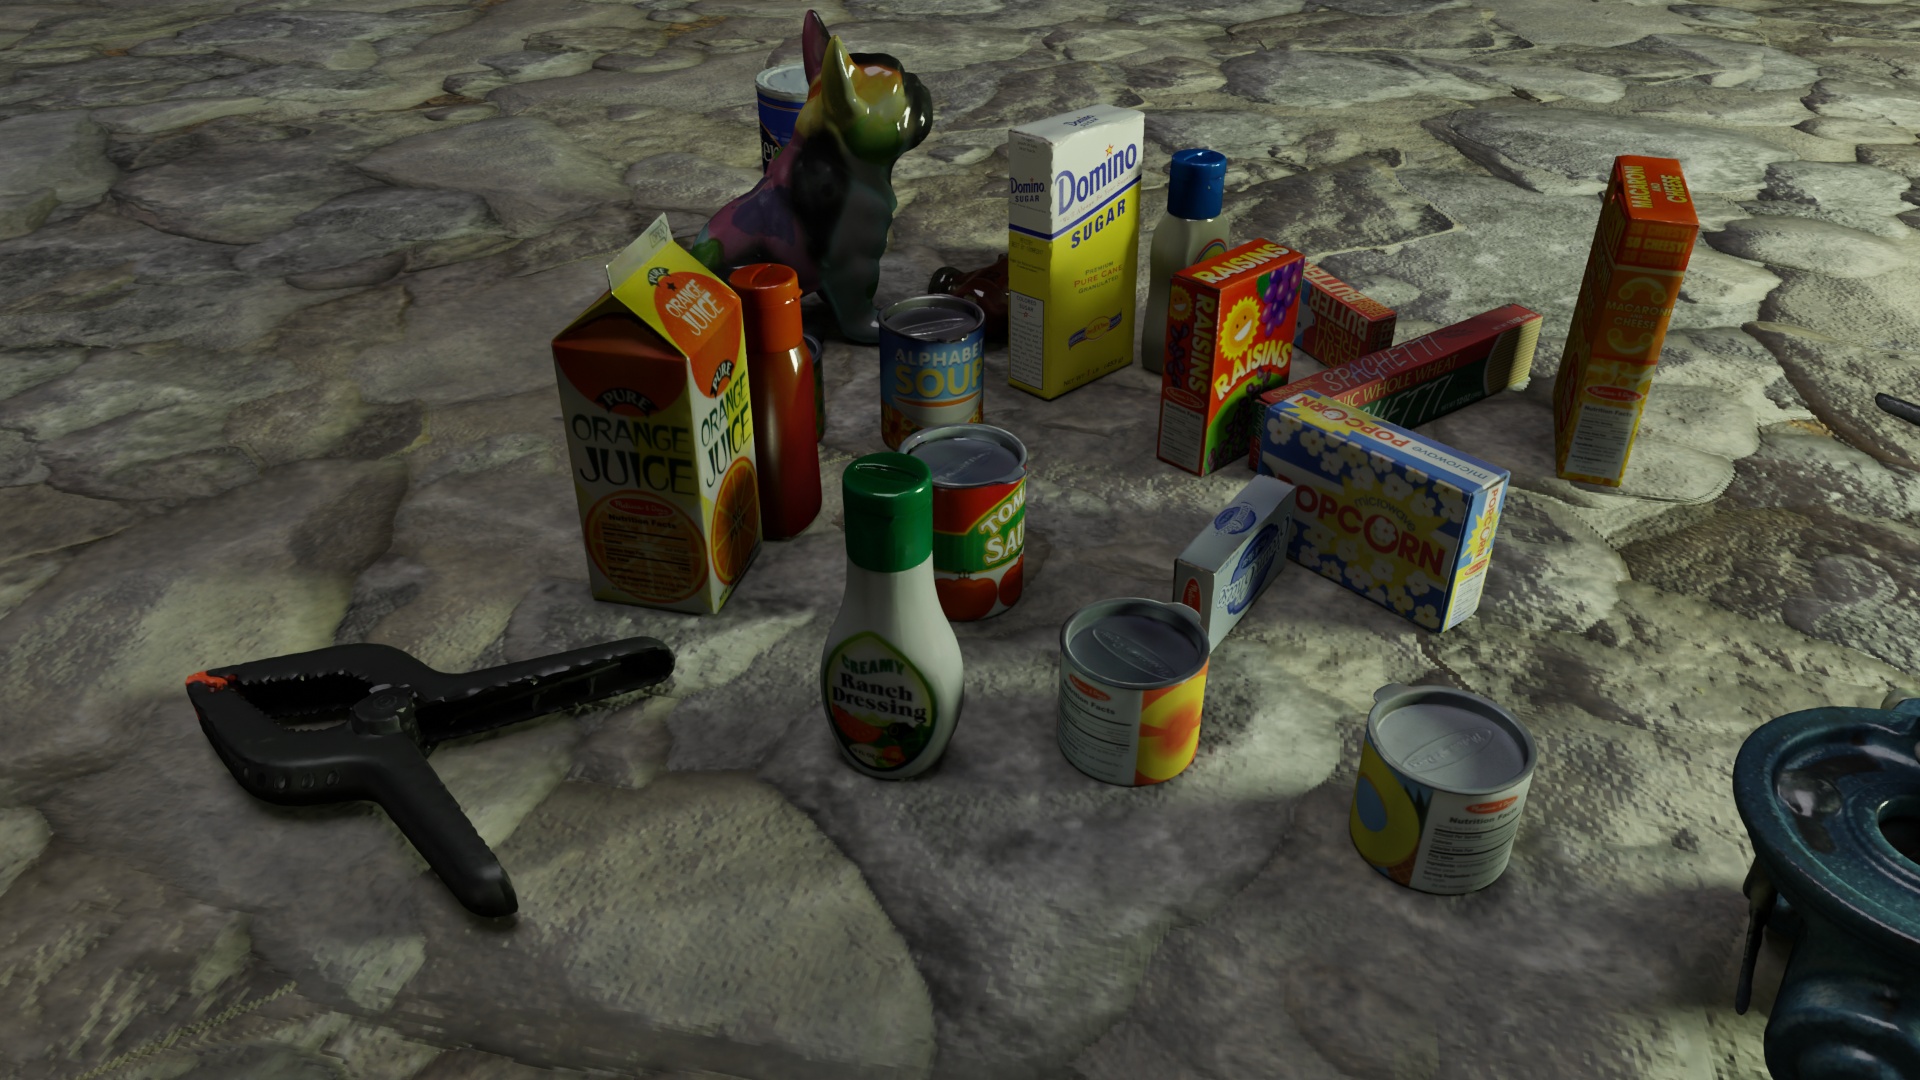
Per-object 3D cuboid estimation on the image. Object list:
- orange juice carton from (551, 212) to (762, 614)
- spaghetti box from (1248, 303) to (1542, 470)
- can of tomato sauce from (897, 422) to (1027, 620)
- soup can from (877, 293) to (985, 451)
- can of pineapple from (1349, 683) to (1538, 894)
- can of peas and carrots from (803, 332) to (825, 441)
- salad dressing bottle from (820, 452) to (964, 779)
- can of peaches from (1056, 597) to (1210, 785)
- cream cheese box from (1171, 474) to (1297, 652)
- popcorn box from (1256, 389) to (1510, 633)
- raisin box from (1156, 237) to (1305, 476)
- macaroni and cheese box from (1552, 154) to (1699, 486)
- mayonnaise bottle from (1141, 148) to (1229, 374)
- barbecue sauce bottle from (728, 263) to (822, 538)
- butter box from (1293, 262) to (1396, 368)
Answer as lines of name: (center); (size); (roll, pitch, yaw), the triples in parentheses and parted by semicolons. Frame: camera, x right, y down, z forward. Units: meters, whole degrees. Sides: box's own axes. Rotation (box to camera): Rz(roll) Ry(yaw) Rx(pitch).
orange juice carton: (-0.153, -0.063, 0.705); (0.073, 0.191, 0.072); (7, 33, 11)
spaghetti box: (0.284, -0.099, 0.896); (0.251, 0.050, 0.029); (-21, 38, -30)
can of tomato sauce: (0.003, -0.009, 0.724); (0.071, 0.082, 0.071); (0, 32, 0)
soup can: (-0.017, -0.101, 0.867); (0.071, 0.083, 0.072); (0, 32, 0)
can of pineapple: (0.197, 0.101, 0.575); (0.071, 0.057, 0.071); (0, 33, 0)
can of peas and carrots: (-0.121, -0.094, 0.878); (0.071, 0.058, 0.071); (0, 33, 0)
salad dressing bottle: (-0.030, 0.034, 0.597); (0.064, 0.146, 0.044); (11, 34, 17)
can of peaches: (0.079, 0.067, 0.628); (0.071, 0.057, 0.071); (0, 33, 0)
cream cheese box: (0.141, 0.012, 0.720); (0.024, 0.053, 0.104); (20, 37, 28)
popcorn box: (0.218, -0.018, 0.737); (0.038, 0.084, 0.127); (-25, 40, -34)
raisin box: (0.164, -0.112, 0.849); (0.086, 0.122, 0.040); (-26, 41, -35)
macaroni and cheese box: (0.400, -0.135, 0.847); (0.040, 0.165, 0.124); (10, 34, 15)
mayonnaise bottle: (0.156, -0.189, 0.946); (0.041, 0.147, 0.065); (28, 42, 37)
barbecue sauce bottle: (-0.103, -0.078, 0.770); (0.044, 0.147, 0.065); (6, 33, 10)
butter box: (0.263, -0.153, 0.978); (0.024, 0.052, 0.104); (-13, 35, -20)
